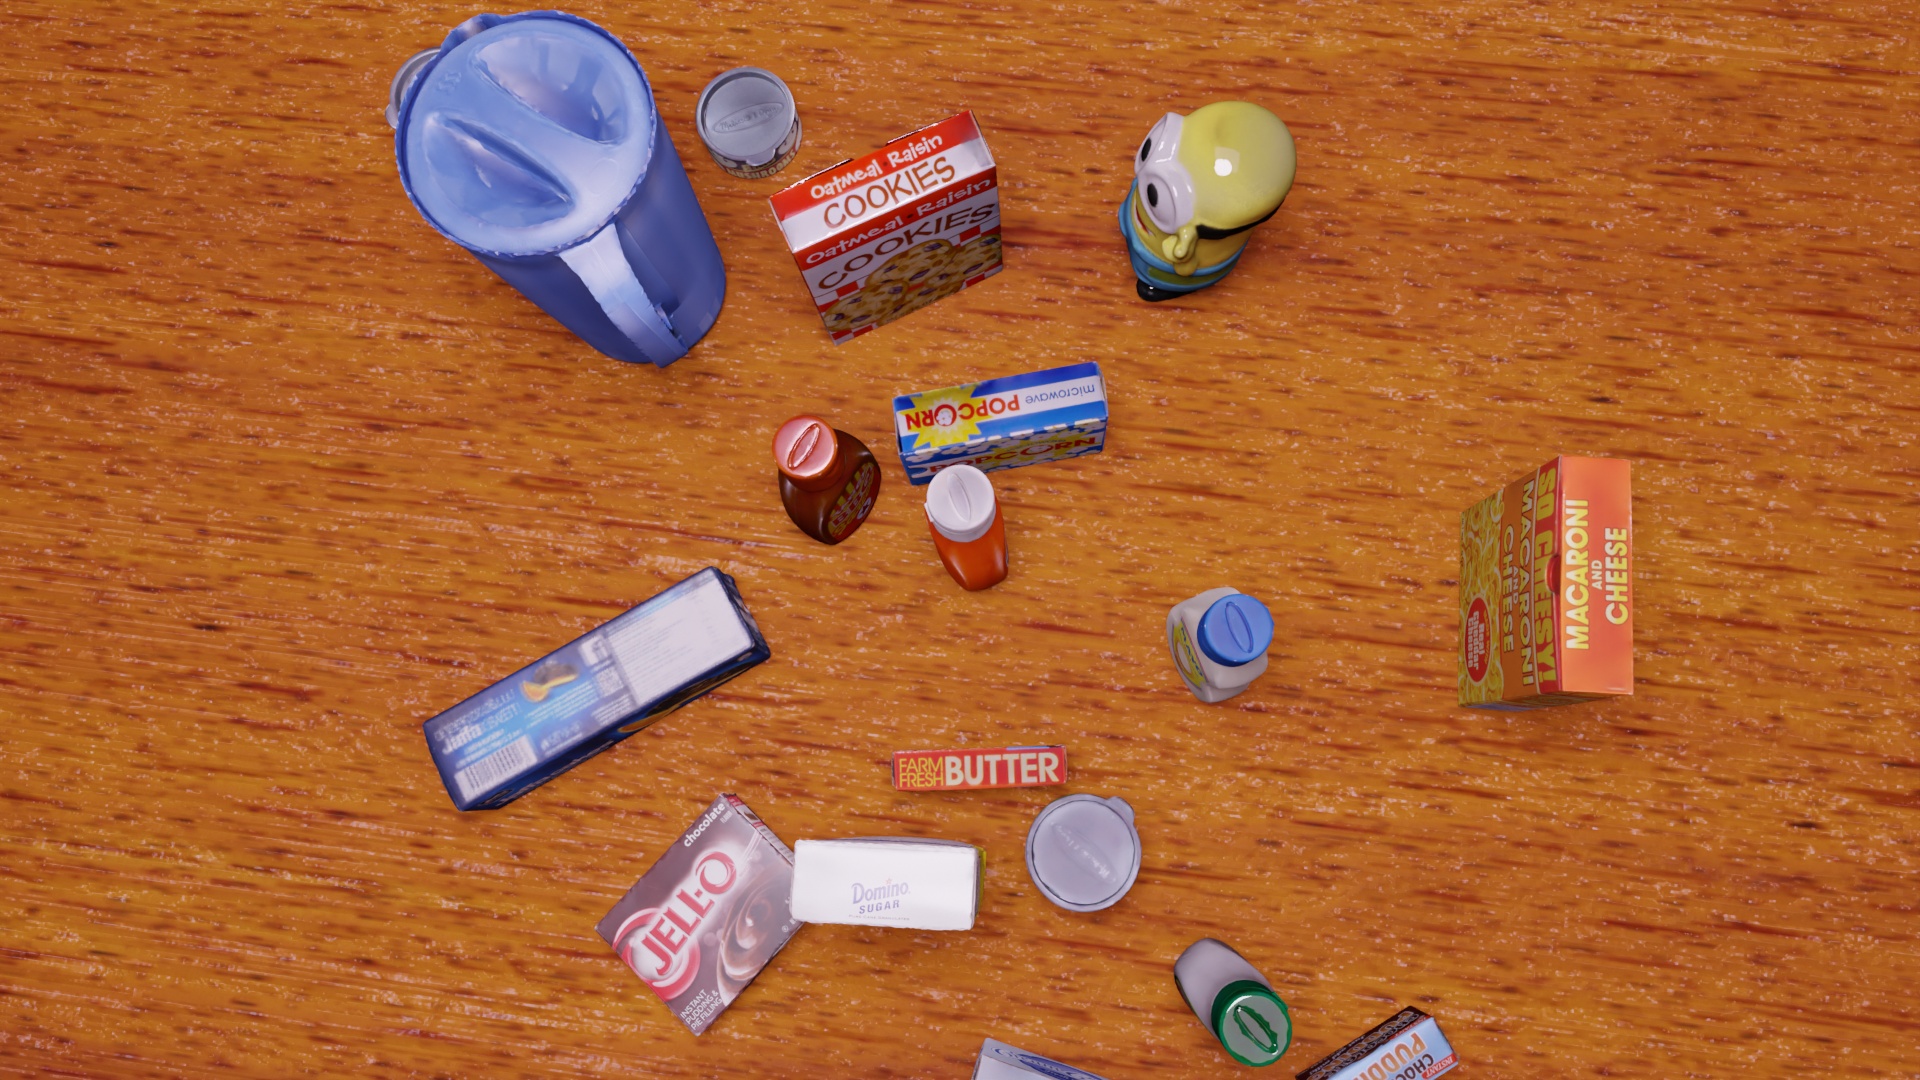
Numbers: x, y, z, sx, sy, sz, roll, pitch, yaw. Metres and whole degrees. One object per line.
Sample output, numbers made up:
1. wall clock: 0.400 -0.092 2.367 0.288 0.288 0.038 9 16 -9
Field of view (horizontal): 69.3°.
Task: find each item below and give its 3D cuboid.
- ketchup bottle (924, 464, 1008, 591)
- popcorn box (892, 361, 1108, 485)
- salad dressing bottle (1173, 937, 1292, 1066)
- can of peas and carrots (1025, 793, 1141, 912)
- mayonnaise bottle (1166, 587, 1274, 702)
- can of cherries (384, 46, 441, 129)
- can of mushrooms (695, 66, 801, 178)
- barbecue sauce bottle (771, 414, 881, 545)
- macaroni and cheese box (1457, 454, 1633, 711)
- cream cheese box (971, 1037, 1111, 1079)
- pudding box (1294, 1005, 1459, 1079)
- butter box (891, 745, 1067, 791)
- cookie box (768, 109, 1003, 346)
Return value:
1. ketchup bottle: 0.003 -0.010 0.812 0.043 0.148 0.065 -21 80 -1
2. popcorn box: 0.025 -0.070 0.854 0.127 0.085 0.038 -10 80 1
3. salad dressing bottle: 0.150 0.253 0.757 0.044 0.147 0.064 -41 81 -4
4. can of peas and carrots: 0.073 0.180 0.819 0.071 0.058 0.071 0 80 3
5. mayonnaise bottle: 0.148 0.057 0.793 0.041 0.148 0.065 -21 80 -1
6. can of cherries: -0.338 -0.284 0.925 0.071 0.058 0.071 0 80 3
7. can of mushrooms: -0.140 -0.276 0.926 0.071 0.033 0.071 0 80 3
8. barbecue sauce bottle: -0.081 -0.039 0.822 0.044 0.148 0.065 31 83 8
9. macaroni and cheese box: 0.323 0.030 0.780 0.040 0.166 0.124 4 80 4
10. cream cheese box: 0.058 0.318 0.798 0.104 0.053 0.024 17 82 6
11. pudding box: 0.237 0.303 0.793 0.084 0.049 0.030 -30 80 -3
12. butter box: 0.012 0.137 0.833 0.103 0.053 0.024 -3 80 2
13. cookie box: -0.039 -0.183 0.836 0.123 0.167 0.040 -24 80 -1
